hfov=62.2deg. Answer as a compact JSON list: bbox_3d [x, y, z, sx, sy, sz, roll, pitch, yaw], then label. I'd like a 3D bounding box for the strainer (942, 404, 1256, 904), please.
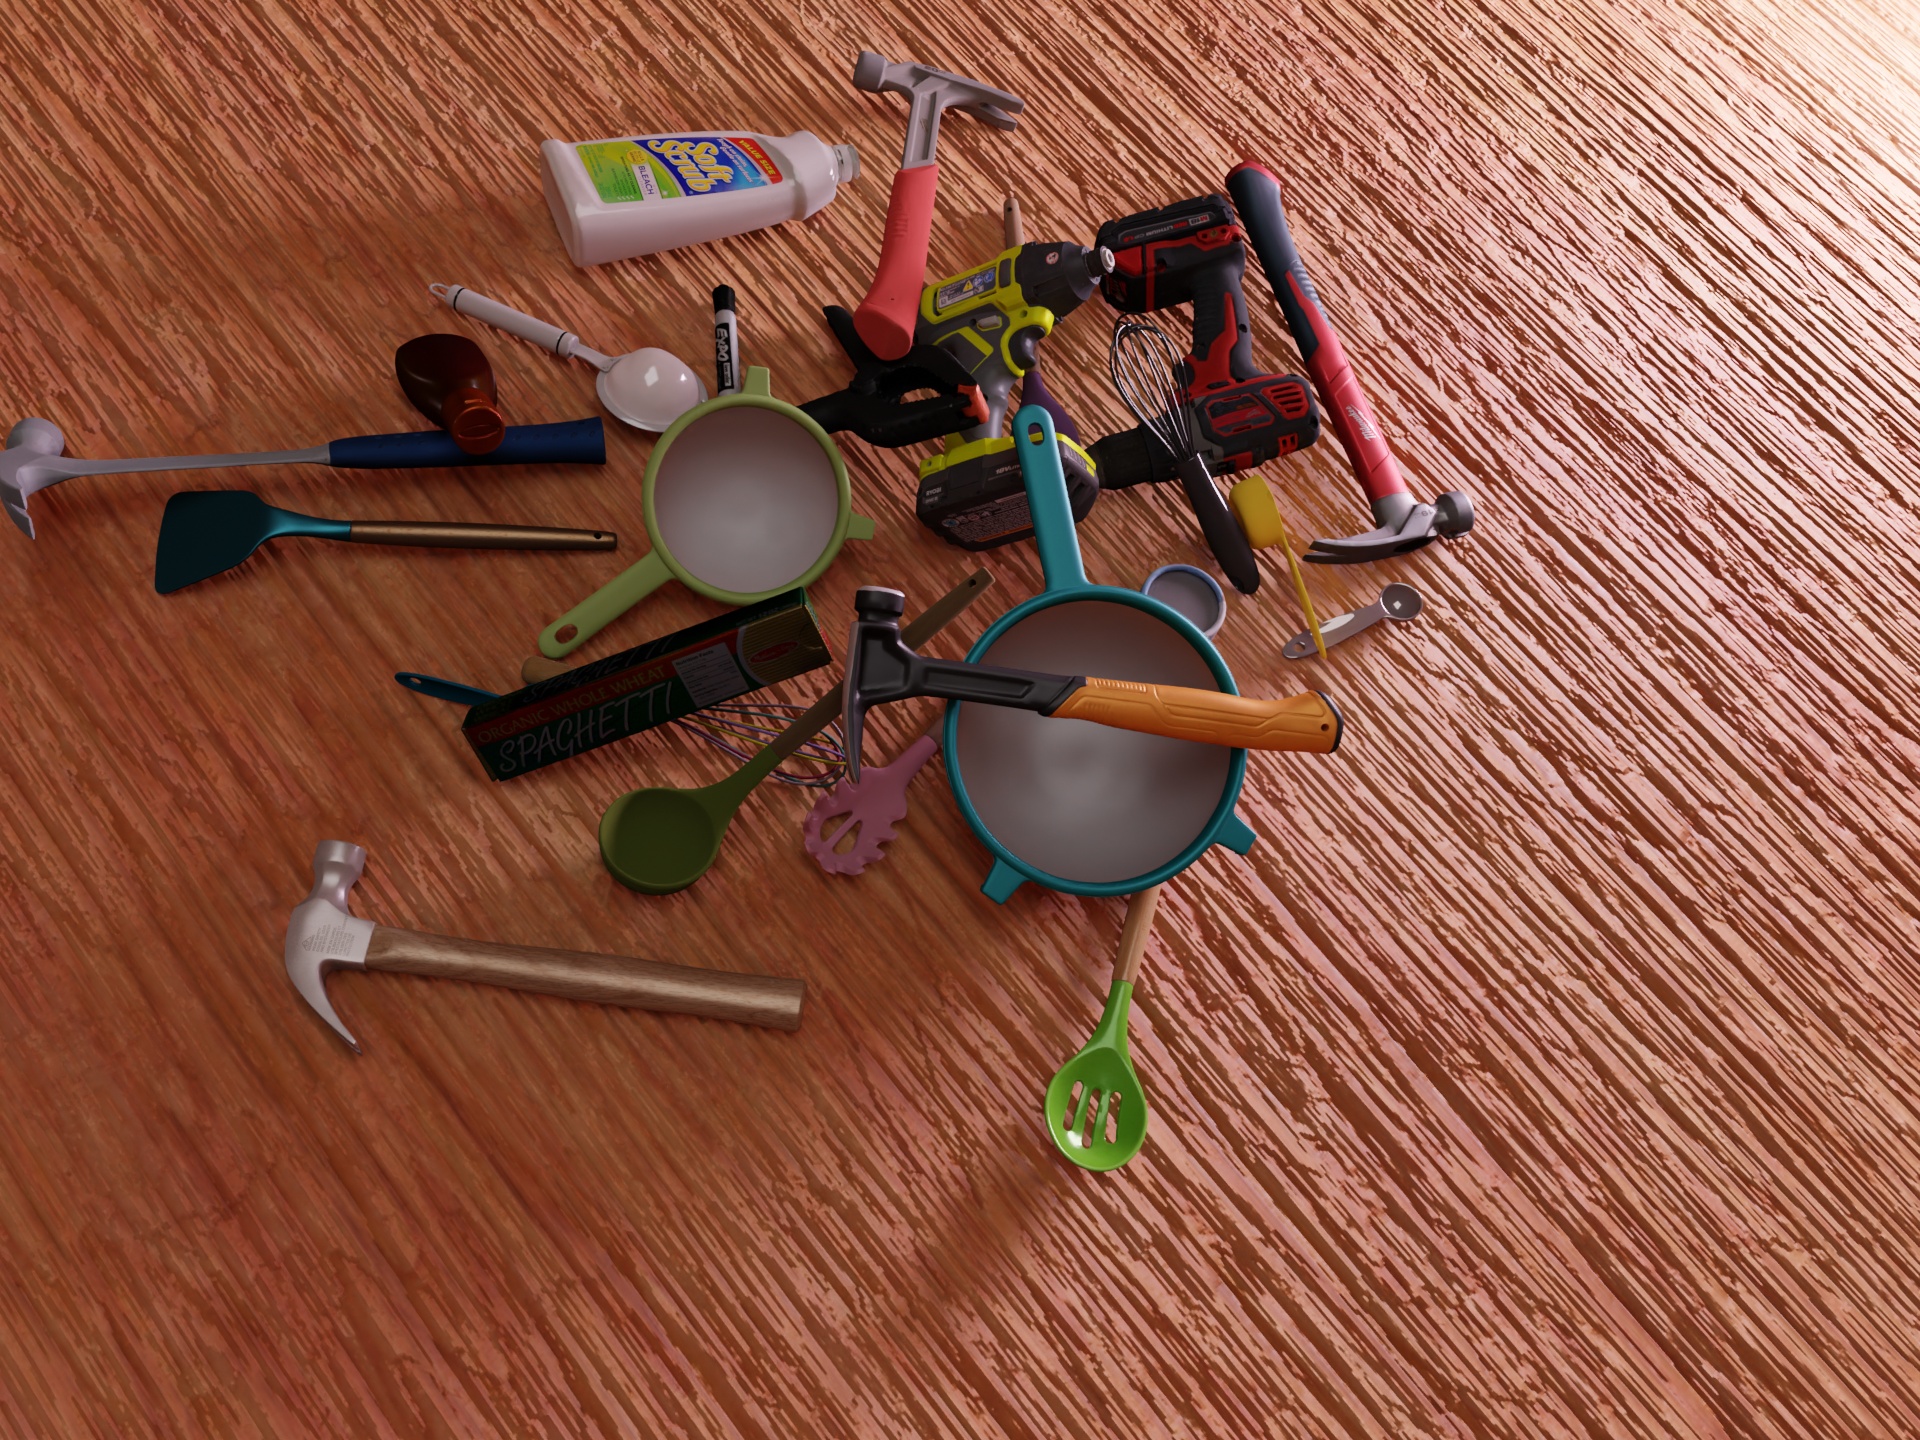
[{"bbox_3d":[0.073,-0.046,1.116,0.211,0.095,0.340,-10,85,-10],"label":"strainer"}]

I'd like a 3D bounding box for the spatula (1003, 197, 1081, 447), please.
[{"bbox_3d":[0.058,-0.302,1.296,0.060,0.018,0.316,-14,63,18],"label":"spatula"}]

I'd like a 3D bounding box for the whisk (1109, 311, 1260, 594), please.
[{"bbox_3d":[0.174,-0.198,1.201,0.055,0.055,0.238,-38,111,-22],"label":"whisk"}]

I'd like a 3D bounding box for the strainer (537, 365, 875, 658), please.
[{"bbox_3d":[-0.201,-0.130,1.161,0.256,0.069,0.151,-37,106,-4],"label":"strainer"}]

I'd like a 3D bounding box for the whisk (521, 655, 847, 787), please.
[{"bbox_3d":[-0.189,-0.003,1.117,0.245,0.051,0.047,16,43,3],"label":"whisk"}]

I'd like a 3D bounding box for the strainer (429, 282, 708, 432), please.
[{"bbox_3d":[-0.296,-0.287,1.225,0.258,0.050,0.087,24,49,5],"label":"strainer"}]

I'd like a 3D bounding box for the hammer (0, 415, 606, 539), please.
[{"bbox_3d":[-0.459,-0.185,1.130,0.405,0.035,0.144,-6,32,-17],"label":"hammer"}]

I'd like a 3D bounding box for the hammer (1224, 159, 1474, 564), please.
[{"bbox_3d":[0.288,-0.307,1.330,0.143,0.038,0.387,-13,69,-13],"label":"hammer"}]

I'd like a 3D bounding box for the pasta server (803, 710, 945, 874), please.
[{"bbox_3d":[-0.002,-0.004,1.145,0.060,0.040,0.316,46,65,-4],"label":"pasta server"}]

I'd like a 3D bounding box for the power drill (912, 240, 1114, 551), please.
[{"bbox_3d":[0.039,-0.254,1.206,0.171,0.080,0.223,-13,65,31],"label":"power drill"}]

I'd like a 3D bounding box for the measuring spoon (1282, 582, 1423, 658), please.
[{"bbox_3d":[0.304,-0.073,1.242,0.124,0.018,0.034,-23,66,-11],"label":"measuring spoon"}]

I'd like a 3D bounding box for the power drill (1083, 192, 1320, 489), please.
[{"bbox_3d":[0.168,-0.293,1.277,0.188,0.080,0.227,-15,70,1],"label":"power drill"}]

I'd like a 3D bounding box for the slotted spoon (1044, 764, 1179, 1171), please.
[{"bbox_3d":[0.120,0.159,1.098,0.070,0.031,0.314,18,62,0],"label":"slotted spoon"}]

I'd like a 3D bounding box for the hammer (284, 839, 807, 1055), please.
[{"bbox_3d":[-0.265,0.165,1.029,0.331,0.031,0.130,9,64,-5],"label":"hammer"}]

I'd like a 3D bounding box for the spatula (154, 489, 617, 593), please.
[{"bbox_3d":[-0.410,-0.131,1.145,0.317,0.044,0.082,1,64,-14],"label":"spatula"}]

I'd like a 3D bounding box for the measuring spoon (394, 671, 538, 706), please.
[{"bbox_3d":[-0.329,-0.022,1.104,0.128,0.042,0.021,13,53,4],"label":"measuring spoon"}]

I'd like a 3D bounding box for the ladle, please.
[{"bbox_3d":[-0.106,0.002,1.053,0.320,0.062,0.078,-40,72,3],"label":"ladle"}]

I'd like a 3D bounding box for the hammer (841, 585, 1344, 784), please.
[{"bbox_3d":[0.090,-0.005,1.046,0.336,0.034,0.127,7,87,-10],"label":"hammer"}]

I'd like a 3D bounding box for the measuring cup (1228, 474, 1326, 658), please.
[{"bbox_3d":[0.244,-0.116,1.231,0.029,0.062,0.157,-19,76,3],"label":"measuring cup"}]

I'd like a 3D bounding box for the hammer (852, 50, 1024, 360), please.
[{"bbox_3d":[-0.030,-0.415,1.277,0.149,0.036,0.359,14,51,-11],"label":"hammer"}]
